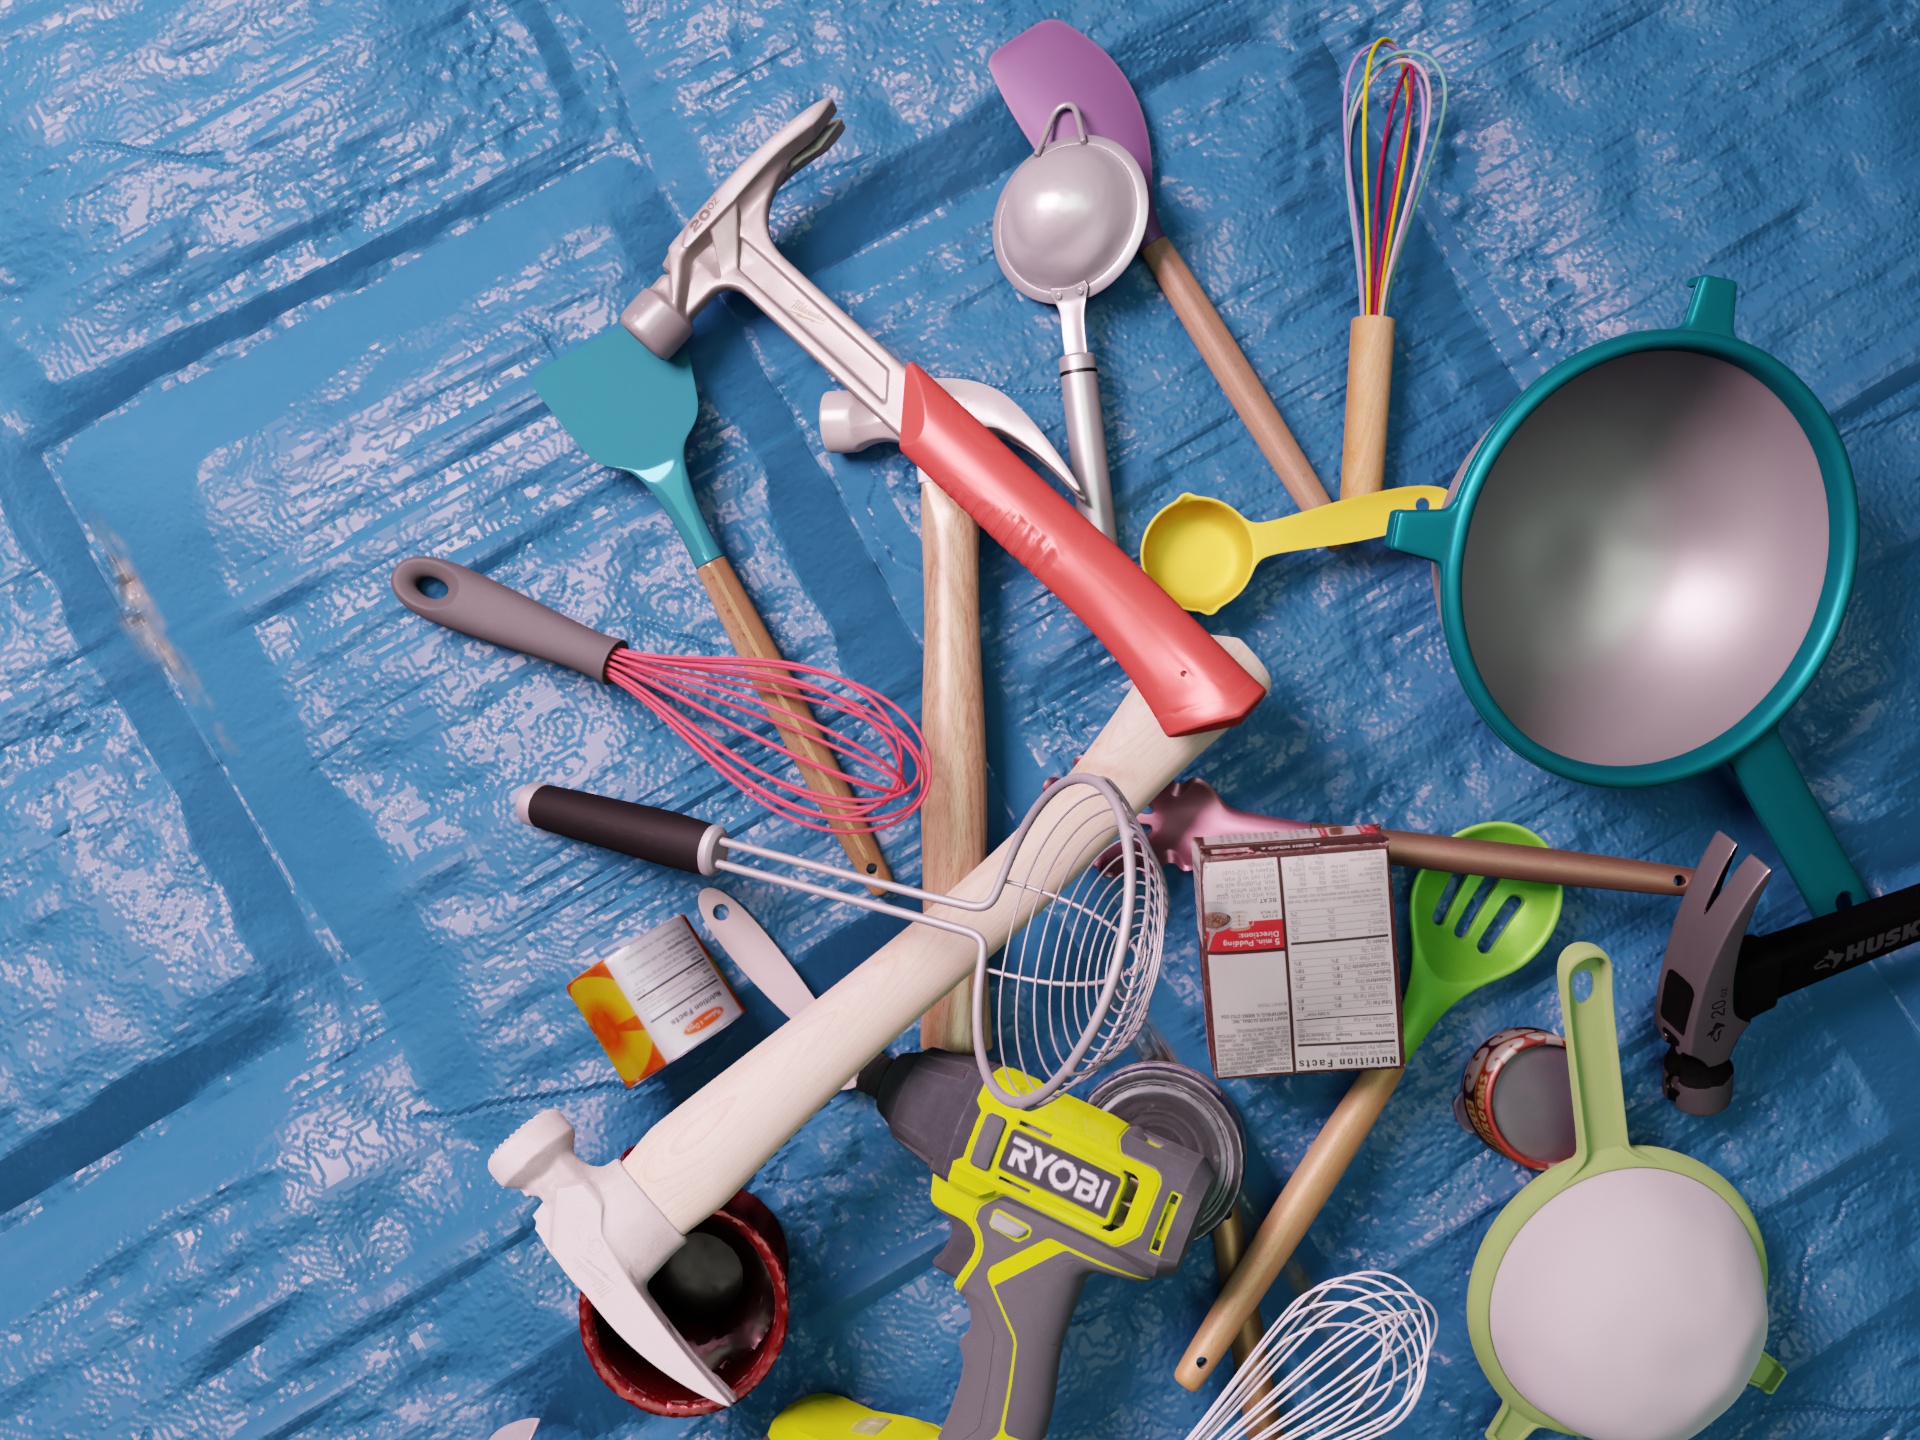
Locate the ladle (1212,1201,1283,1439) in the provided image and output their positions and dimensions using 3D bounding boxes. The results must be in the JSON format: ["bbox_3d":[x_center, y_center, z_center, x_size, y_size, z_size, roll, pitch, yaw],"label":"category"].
[{"bbox_3d":[0.154,0.382,0.752,0.078,0.062,0.320,-9,83,-1],"label":"ladle"}]

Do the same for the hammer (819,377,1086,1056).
[{"bbox_3d":[-0.001,-0.002,0.783,0.130,0.031,0.331,-1,88,11],"label":"hammer"}]

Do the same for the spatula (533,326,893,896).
[{"bbox_3d":[-0.111,-0.055,0.797,0.082,0.044,0.317,-27,91,-5],"label":"spatula"}]

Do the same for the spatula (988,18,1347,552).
[{"bbox_3d":[0.115,-0.224,0.817,0.060,0.018,0.316,-30,86,3],"label":"spatula"}]

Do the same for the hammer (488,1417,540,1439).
[{"bbox_3d":[-0.045,0.420,0.717,0.386,0.143,0.038,26,48,-4],"label":"hammer"}]

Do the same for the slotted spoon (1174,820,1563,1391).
[{"bbox_3d":[0.193,0.185,0.771,0.070,0.031,0.314,34,81,7],"label":"slotted spoon"}]

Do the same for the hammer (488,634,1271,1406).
[{"bbox_3d":[-0.005,0.112,0.716,0.410,0.038,0.146,-41,79,-12],"label":"hammer"}]

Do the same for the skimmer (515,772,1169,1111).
[{"bbox_3d":[-0.075,0.062,0.667,0.363,0.090,0.127,11,83,32],"label":"skimmer"}]

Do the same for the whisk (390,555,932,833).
[{"bbox_3d":[-0.149,-0.020,0.760,0.296,0.073,0.073,22,85,13],"label":"whisk"}]

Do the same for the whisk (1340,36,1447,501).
[{"bbox_3d":[0.215,-0.225,0.811,0.051,0.047,0.245,4,90,11],"label":"whisk"}]

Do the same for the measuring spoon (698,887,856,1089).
[{"bbox_3d":[-0.087,0.130,0.788,0.034,0.018,0.124,-42,81,-3],"label":"measuring spoon"}]

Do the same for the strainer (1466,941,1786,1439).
[{"bbox_3d":[0.311,0.231,0.731,0.151,0.069,0.256,-12,102,-4],"label":"strainer"}]

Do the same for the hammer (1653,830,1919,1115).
[{"bbox_3d":[0.492,0.079,0.772,0.334,0.035,0.146,-18,121,-9],"label":"hammer"}]

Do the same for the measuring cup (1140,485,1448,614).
[{"bbox_3d":[0.167,-0.092,0.797,0.156,0.029,0.062,-12,88,2],"label":"measuring cup"}]

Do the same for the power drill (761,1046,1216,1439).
[{"bbox_3d":[-0.001,0.272,0.729,0.171,0.080,0.223,21,88,18],"label":"power drill"}]

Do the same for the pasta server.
[{"bbox_3d":[0.197,0.060,0.768,0.316,0.040,0.060,6,87,7],"label":"pasta server"}]

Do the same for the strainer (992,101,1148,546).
[{"bbox_3d":[0.058,-0.187,0.798,0.087,0.050,0.258,-6,92,29],"label":"strainer"}]

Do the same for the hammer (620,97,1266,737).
[{"bbox_3d":[0.008,-0.131,0.749,0.359,0.036,0.149,44,92,11],"label":"hammer"}]

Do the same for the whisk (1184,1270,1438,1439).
[{"bbox_3d":[0.105,0.351,0.732,0.284,0.070,0.070,-43,88,12],"label":"whisk"}]

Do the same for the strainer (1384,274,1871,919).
[{"bbox_3d":[0.345,-0.031,0.783,0.211,0.095,0.340,-38,108,-2],"label":"strainer"}]
